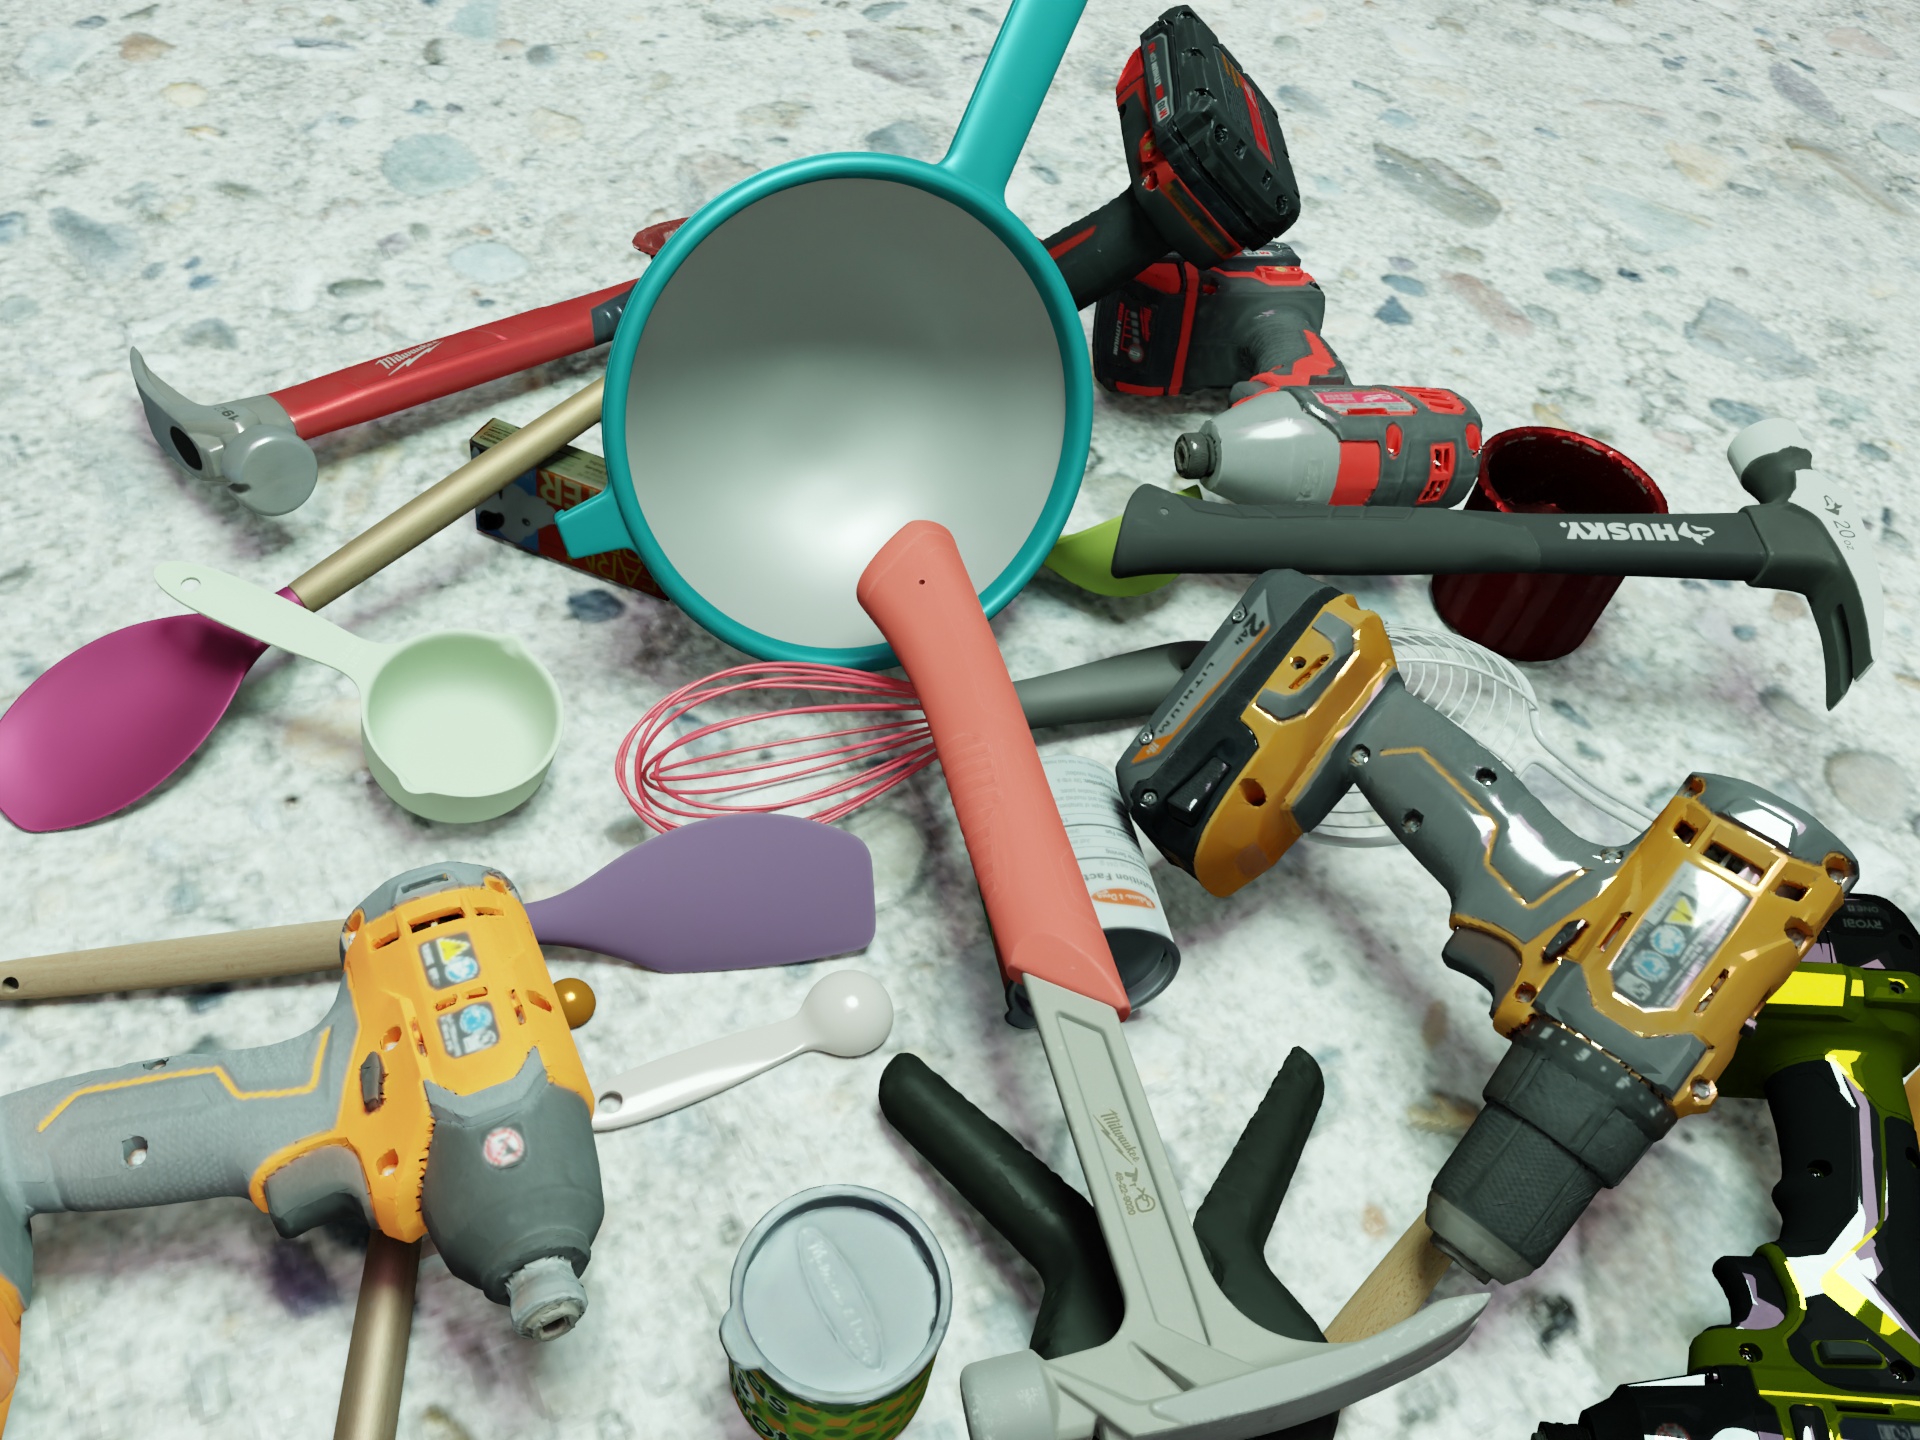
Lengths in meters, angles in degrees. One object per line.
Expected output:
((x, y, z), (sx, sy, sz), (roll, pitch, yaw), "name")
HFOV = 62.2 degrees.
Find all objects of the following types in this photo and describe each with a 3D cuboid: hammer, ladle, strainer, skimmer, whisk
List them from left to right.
((-0.215, -0.206, 0.819), (0.386, 0.038, 0.143), (-30, 46, -34), "hammer")
((-0.038, -0.126, 0.776), (0.320, 0.062, 0.078), (18, 13, 10), "ladle")
((-0.029, -0.190, 0.677), (0.210, 0.340, 0.095), (22, 7, -29), "strainer")
((-0.001, -0.002, 0.672), (0.295, 0.073, 0.073), (-10, 51, -27), "whisk")
((0.035, 0.060, 0.546), (0.149, 0.036, 0.359), (-11, 50, -8), "hammer")
((0.229, -0.072, 0.683), (0.334, 0.035, 0.146), (0, 54, -6), "hammer")
((0.296, 0.069, 0.679), (0.363, 0.090, 0.127), (29, 55, 2), "skimmer")

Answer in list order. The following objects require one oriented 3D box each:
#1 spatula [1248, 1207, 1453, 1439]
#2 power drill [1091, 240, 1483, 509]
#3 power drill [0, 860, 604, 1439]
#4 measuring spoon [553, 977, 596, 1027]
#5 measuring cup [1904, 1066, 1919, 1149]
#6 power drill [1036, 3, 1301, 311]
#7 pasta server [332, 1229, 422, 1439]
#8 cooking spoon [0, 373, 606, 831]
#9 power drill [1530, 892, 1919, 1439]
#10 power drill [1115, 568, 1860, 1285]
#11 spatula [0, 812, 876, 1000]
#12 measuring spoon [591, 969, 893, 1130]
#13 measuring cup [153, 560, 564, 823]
((0.095, 0.231, 0.502), (0.082, 0.044, 0.317), (39, 49, 23), "spatula")
((0.147, -0.169, 0.797), (0.143, 0.078, 0.220), (-5, 36, -15), "power drill")
((-0.221, 0.140, 0.469), (0.226, 0.084, 0.164), (-17, 46, -21), "power drill")
((-0.186, 0.114, 0.561), (0.117, 0.011, 0.021), (-17, 53, -23), "measuring spoon")
((0.423, 0.190, 0.579), (0.095, 0.052, 0.174), (-21, 57, -26), "measuring cup")
((0.050, -0.253, 0.814), (0.080, 0.226, 0.188), (35, 37, -34), "power drill")
((-0.171, 0.245, 0.430), (0.060, 0.040, 0.317), (-4, 48, -3), "pasta server")
((-0.253, -0.064, 0.661), (0.319, 0.017, 0.069), (-40, 77, -20), "cooking spoon")
((0.276, 0.171, 0.547), (0.171, 0.080, 0.223), (1, 50, 8), "power drill")
((0.163, 0.066, 0.568), (0.226, 0.084, 0.185), (35, 84, 31), "power drill")
((-0.188, 0.075, 0.582), (0.316, 0.060, 0.018), (-6, 6, -11), "spatula")
((-0.081, 0.118, 0.573), (0.124, 0.018, 0.034), (-18, 54, -23), "measuring spoon")
((-0.239, -0.015, 0.629), (0.167, 0.038, 0.083), (26, 54, -4), "measuring cup")
